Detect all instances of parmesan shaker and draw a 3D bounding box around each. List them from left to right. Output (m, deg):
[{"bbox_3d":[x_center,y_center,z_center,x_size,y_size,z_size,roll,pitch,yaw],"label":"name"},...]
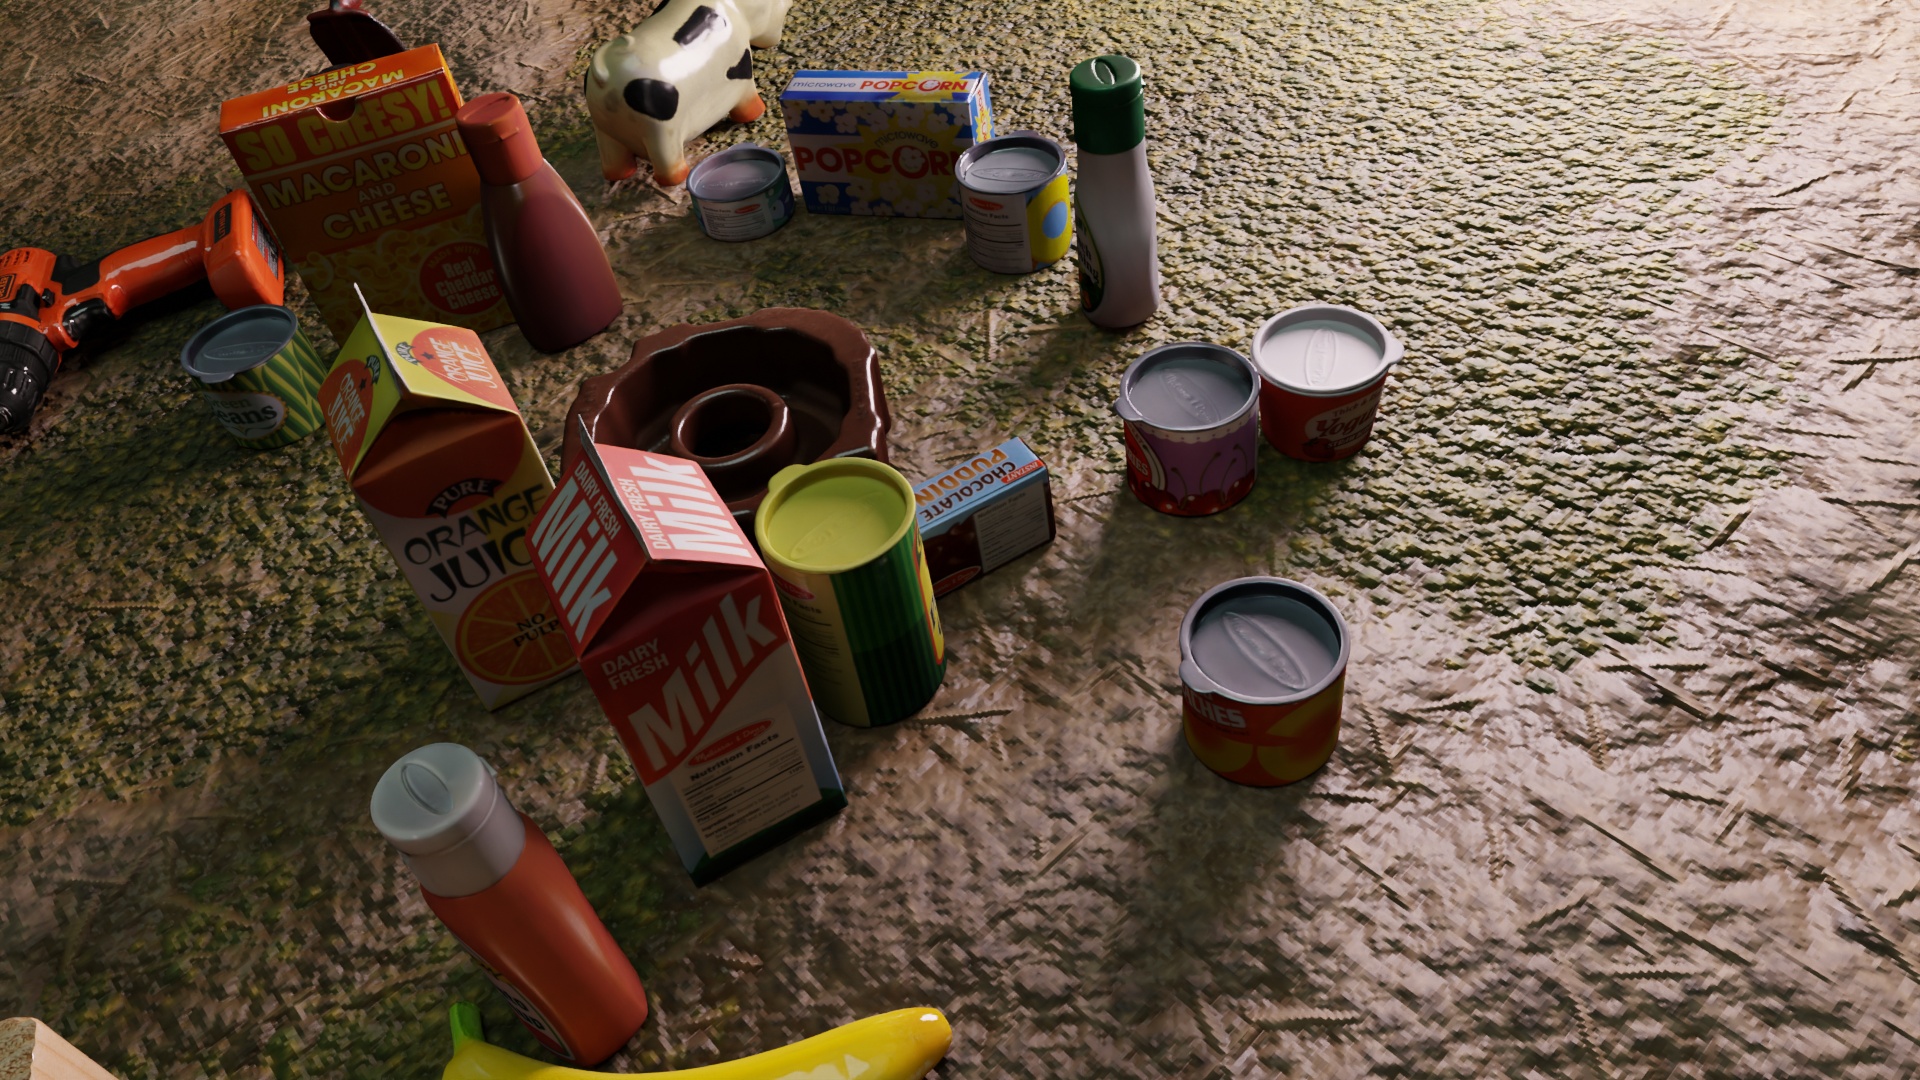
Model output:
[{"bbox_3d":[-0.046,0.022,0.601,0.071,0.102,0.072,-5,46,5],"label":"parmesan shaker"}]

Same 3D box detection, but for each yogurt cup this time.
[{"bbox_3d":[0.178,-0.076,0.690,0.072,0.053,0.073,-5,46,5],"label":"yogurt cup"}]

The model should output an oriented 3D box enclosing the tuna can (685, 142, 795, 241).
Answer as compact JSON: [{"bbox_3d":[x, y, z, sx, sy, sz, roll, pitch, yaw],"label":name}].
[{"bbox_3d":[-0.143,-0.229,0.912,0.071,0.032,0.071,-5,46,5],"label":"tuna can"}]

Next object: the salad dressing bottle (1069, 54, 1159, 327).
[{"bbox_3d":[0.082,-0.185,0.748,0.044,0.146,0.064,-12,45,-1],"label":"salad dressing bottle"}]

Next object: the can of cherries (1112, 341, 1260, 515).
[{"bbox_3d":[0.110,-0.054,0.678,0.071,0.058,0.072,-5,46,5],"label":"can of cherries"}]

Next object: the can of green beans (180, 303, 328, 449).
[{"bbox_3d":[-0.408,-0.095,0.812,0.071,0.057,0.071,-5,46,5],"label":"can of green beans"}]

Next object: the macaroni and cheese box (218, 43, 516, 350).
[{"bbox_3d":[-0.332,-0.191,0.816,0.124,0.165,0.040,-20,46,-9],"label":"macaroni and cheese box"}]

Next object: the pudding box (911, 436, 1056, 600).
[{"bbox_3d":[0.002,-0.008,0.659,0.084,0.049,0.030,-27,48,-16],"label":"pudding box"}]

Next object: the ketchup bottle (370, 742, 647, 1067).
[{"bbox_3d":[-0.157,0.127,0.487,0.065,0.148,0.044,31,59,33],"label":"ketchup bottle"}]

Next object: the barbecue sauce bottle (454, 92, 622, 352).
[{"bbox_3d":[-0.247,-0.184,0.806,0.065,0.147,0.044,-37,51,-23],"label":"barbecue sauce bottle"}]

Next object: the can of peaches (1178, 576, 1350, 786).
[{"bbox_3d":[0.121,0.059,0.566,0.071,0.057,0.071,-5,46,5],"label":"can of peaches"}]

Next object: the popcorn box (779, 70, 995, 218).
[{"bbox_3d":[-0.043,-0.250,0.878,0.127,0.084,0.038,6,48,16],"label":"popcorn box"}]

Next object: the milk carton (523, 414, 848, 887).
[{"bbox_3d":[-0.106,0.042,0.532,0.073,0.189,0.072,-26,47,-15],"label":"milk carton"}]

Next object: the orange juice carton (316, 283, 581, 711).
[{"bbox_3d":[-0.218,-0.020,0.610,0.073,0.191,0.072,-26,47,-15],"label":"orange juice carton"}]

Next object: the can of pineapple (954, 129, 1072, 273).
[{"bbox_3d":[0.034,-0.204,0.838,0.071,0.057,0.071,-5,46,5],"label":"can of pineapple"}]
